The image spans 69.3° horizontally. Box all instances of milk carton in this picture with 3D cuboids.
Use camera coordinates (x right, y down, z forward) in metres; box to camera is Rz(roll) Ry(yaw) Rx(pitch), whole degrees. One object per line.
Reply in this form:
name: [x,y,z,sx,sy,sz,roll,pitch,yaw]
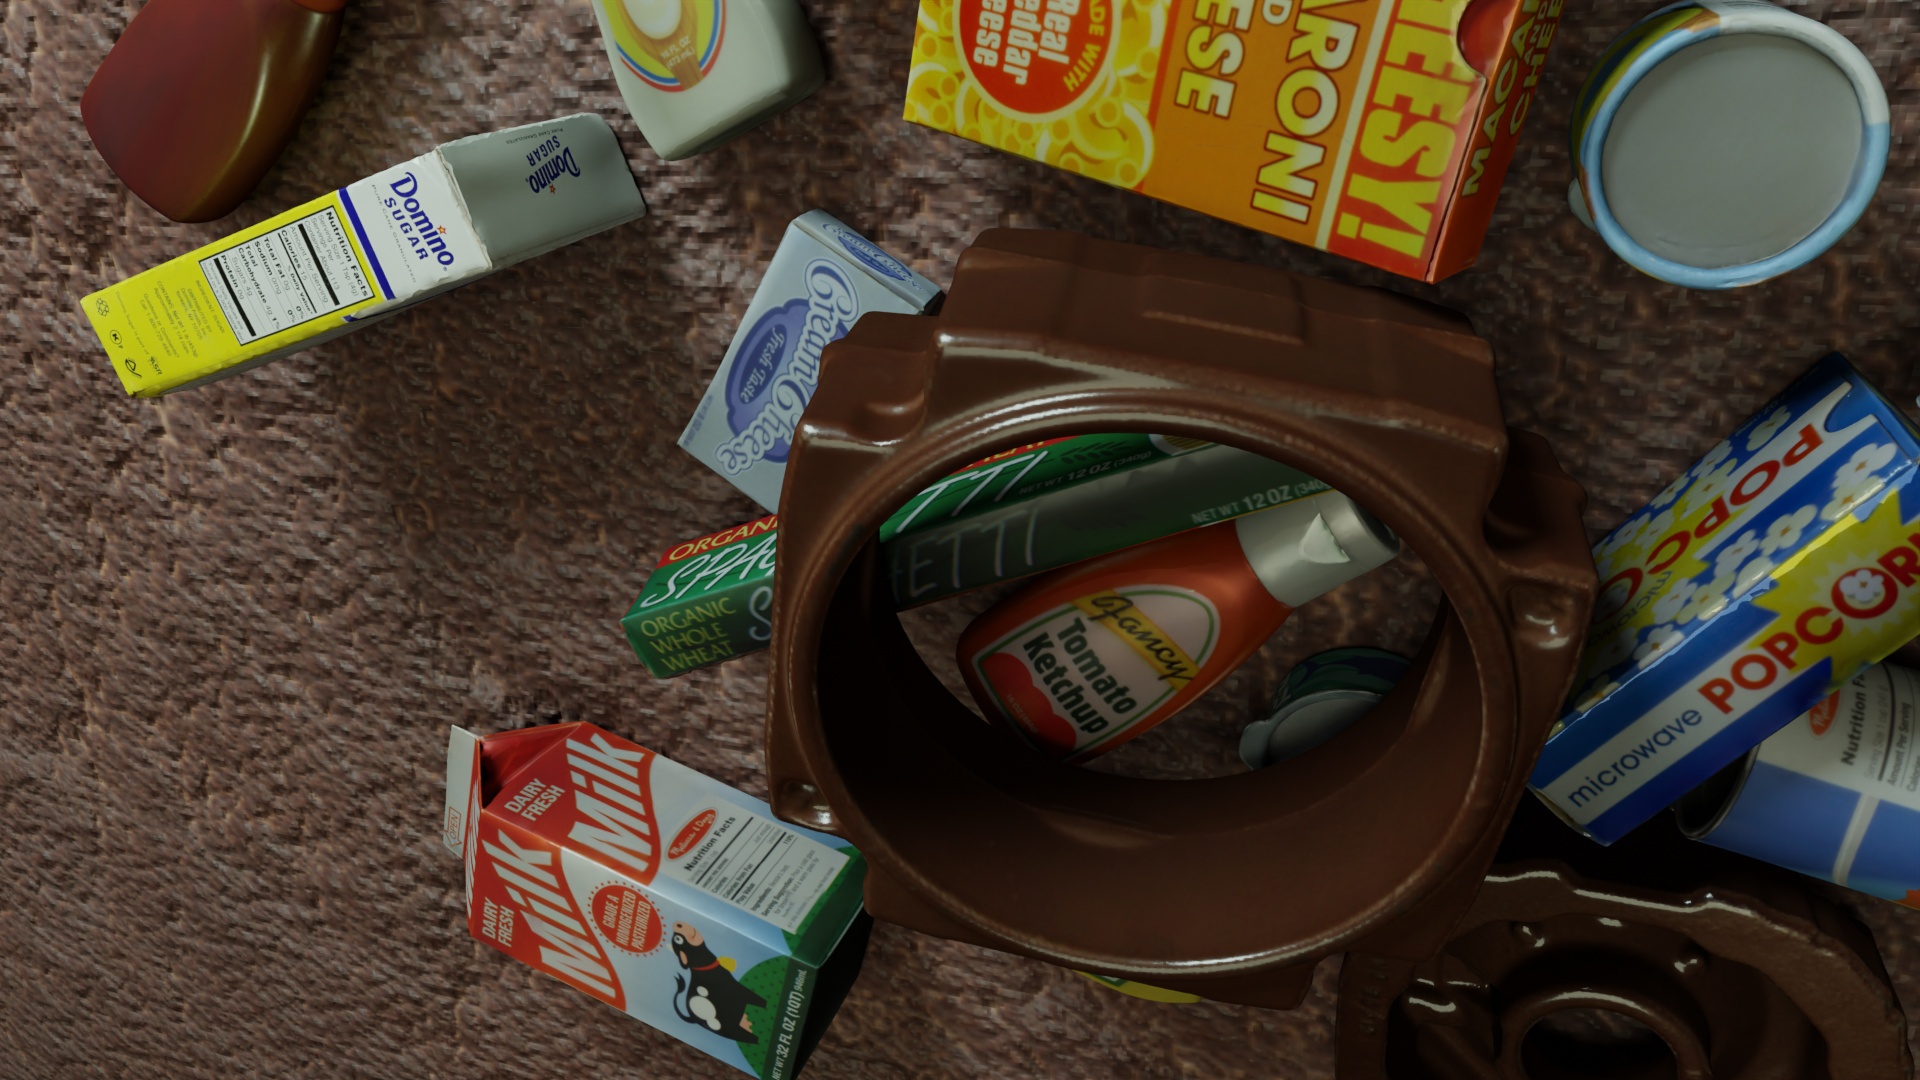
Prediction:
milk carton: [-0.134,0.140,0.576,0.191,0.074,0.072,22,119,12]

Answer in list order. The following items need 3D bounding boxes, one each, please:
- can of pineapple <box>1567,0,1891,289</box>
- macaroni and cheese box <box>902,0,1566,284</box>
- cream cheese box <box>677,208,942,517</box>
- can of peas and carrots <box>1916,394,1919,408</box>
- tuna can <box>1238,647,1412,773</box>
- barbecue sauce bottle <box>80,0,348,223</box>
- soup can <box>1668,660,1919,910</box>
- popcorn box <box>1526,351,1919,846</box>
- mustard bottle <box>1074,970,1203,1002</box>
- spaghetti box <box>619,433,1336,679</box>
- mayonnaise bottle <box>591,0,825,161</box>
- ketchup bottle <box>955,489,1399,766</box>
can of pineapple: [0.190,-0.100,0.353,0.071,0.058,0.070,8,116,18]
macaroni and cheese box: [0.068,-0.151,0.363,0.167,0.040,0.123,26,120,28]
cream cheese box: [-0.054,-0.059,0.486,0.053,0.024,0.103,35,120,1]
can of peas and carrots: [0.283,-0.048,0.335,0.071,0.071,0.058,17,117,14]
tuna can: [0.131,0.071,0.466,0.071,0.033,0.070,8,115,18]
barbecue sauce bottle: [-0.258,-0.181,0.501,0.148,0.044,0.065,-33,98,29]
soup can: [0.259,0.068,0.397,0.084,0.072,0.071,17,118,13]
popcorn box: [0.208,0.016,0.381,0.038,0.085,0.126,40,120,-1]
mustard bottle: [0.022,0.118,0.520,0.160,0.049,0.065,17,116,14]
spaghetti box: [0.002,-0.006,0.456,0.250,0.050,0.028,-16,117,20]
mayonnaise bottle: [-0.101,-0.198,0.433,0.064,0.041,0.147,-19,105,29]
ketchup bottle: [0.071,0.023,0.462,0.148,0.044,0.064,-33,98,29]
